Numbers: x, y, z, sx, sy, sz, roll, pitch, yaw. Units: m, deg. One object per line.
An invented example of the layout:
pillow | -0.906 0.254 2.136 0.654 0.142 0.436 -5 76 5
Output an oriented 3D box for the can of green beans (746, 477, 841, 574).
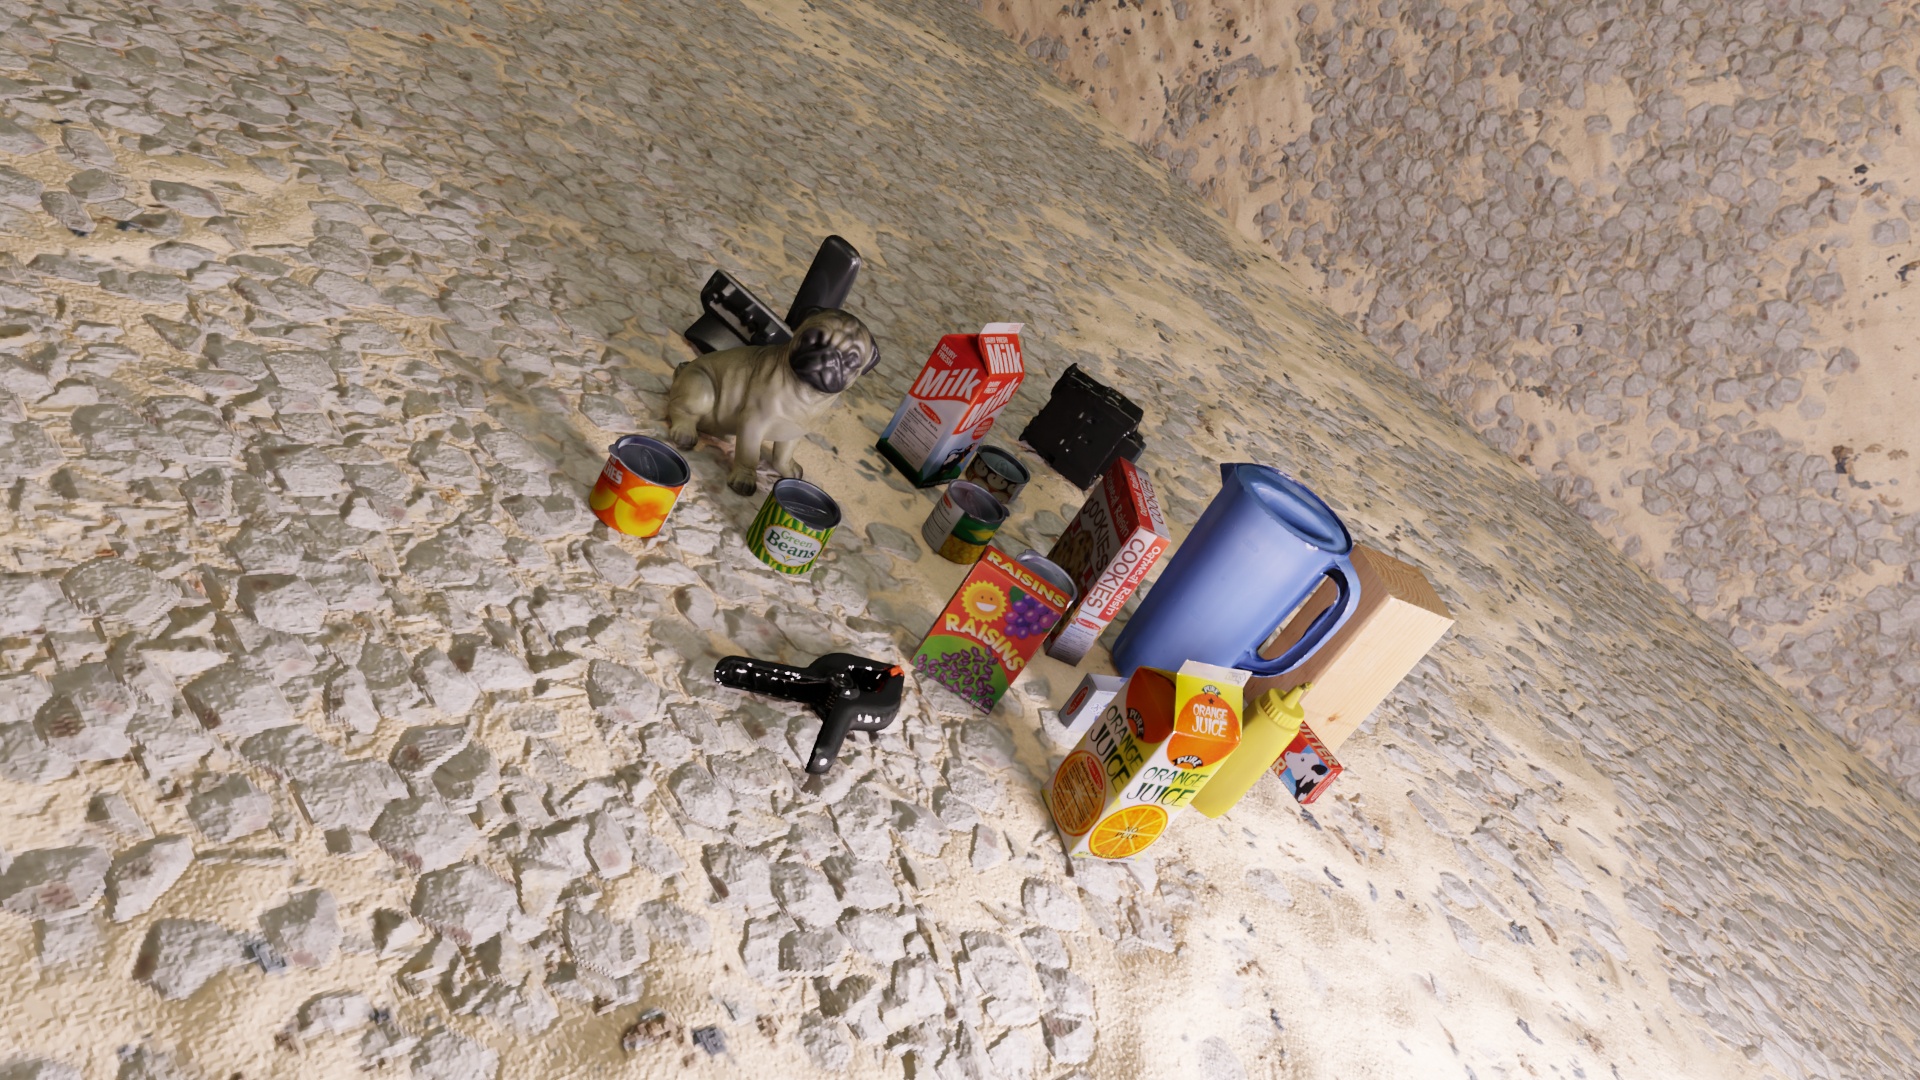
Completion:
can of green beans | -0.146 -0.012 1.216 0.071 0.057 0.071 26 28 -15

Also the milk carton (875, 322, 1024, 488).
milk carton | -0.001 -0.151 1.449 0.073 0.189 0.072 45 29 20

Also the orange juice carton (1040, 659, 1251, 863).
orange juice carton | 0.151 0.166 1.101 0.072 0.191 0.073 15 33 -32

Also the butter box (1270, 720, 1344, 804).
butter box | 0.327 0.205 1.376 0.024 0.053 0.104 5 38 -43

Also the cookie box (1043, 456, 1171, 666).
cookie box | 0.131 0.019 1.342 0.040 0.166 0.123 23 29 -19

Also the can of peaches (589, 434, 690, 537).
can of peaches | -0.266 -0.045 1.141 0.071 0.057 0.071 26 28 -15

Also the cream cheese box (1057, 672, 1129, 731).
cream cheese box | 0.143 0.151 1.267 0.104 0.053 0.024 11 35 -37

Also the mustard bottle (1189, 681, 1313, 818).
mustard bottle | 0.261 0.177 1.235 0.049 0.159 0.065 37 27 6

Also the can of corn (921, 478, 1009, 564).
can of corn | 0.005 -0.017 1.385 0.071 0.058 0.071 26 28 -15

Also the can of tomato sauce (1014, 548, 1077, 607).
can of tomato sauce | 0.057 0.062 1.287 0.071 0.082 0.071 26 28 -15

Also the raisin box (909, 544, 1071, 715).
raisin box | 0.025 0.076 1.185 0.086 0.123 0.040 34 27 0

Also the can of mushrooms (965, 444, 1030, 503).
can of mushrooms | 0.039 -0.075 1.539 0.071 0.033 0.071 26 28 -15

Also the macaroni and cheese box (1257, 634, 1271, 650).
macaroni and cheese box | 0.326 0.040 1.518 0.040 0.165 0.124 23 29 -20
